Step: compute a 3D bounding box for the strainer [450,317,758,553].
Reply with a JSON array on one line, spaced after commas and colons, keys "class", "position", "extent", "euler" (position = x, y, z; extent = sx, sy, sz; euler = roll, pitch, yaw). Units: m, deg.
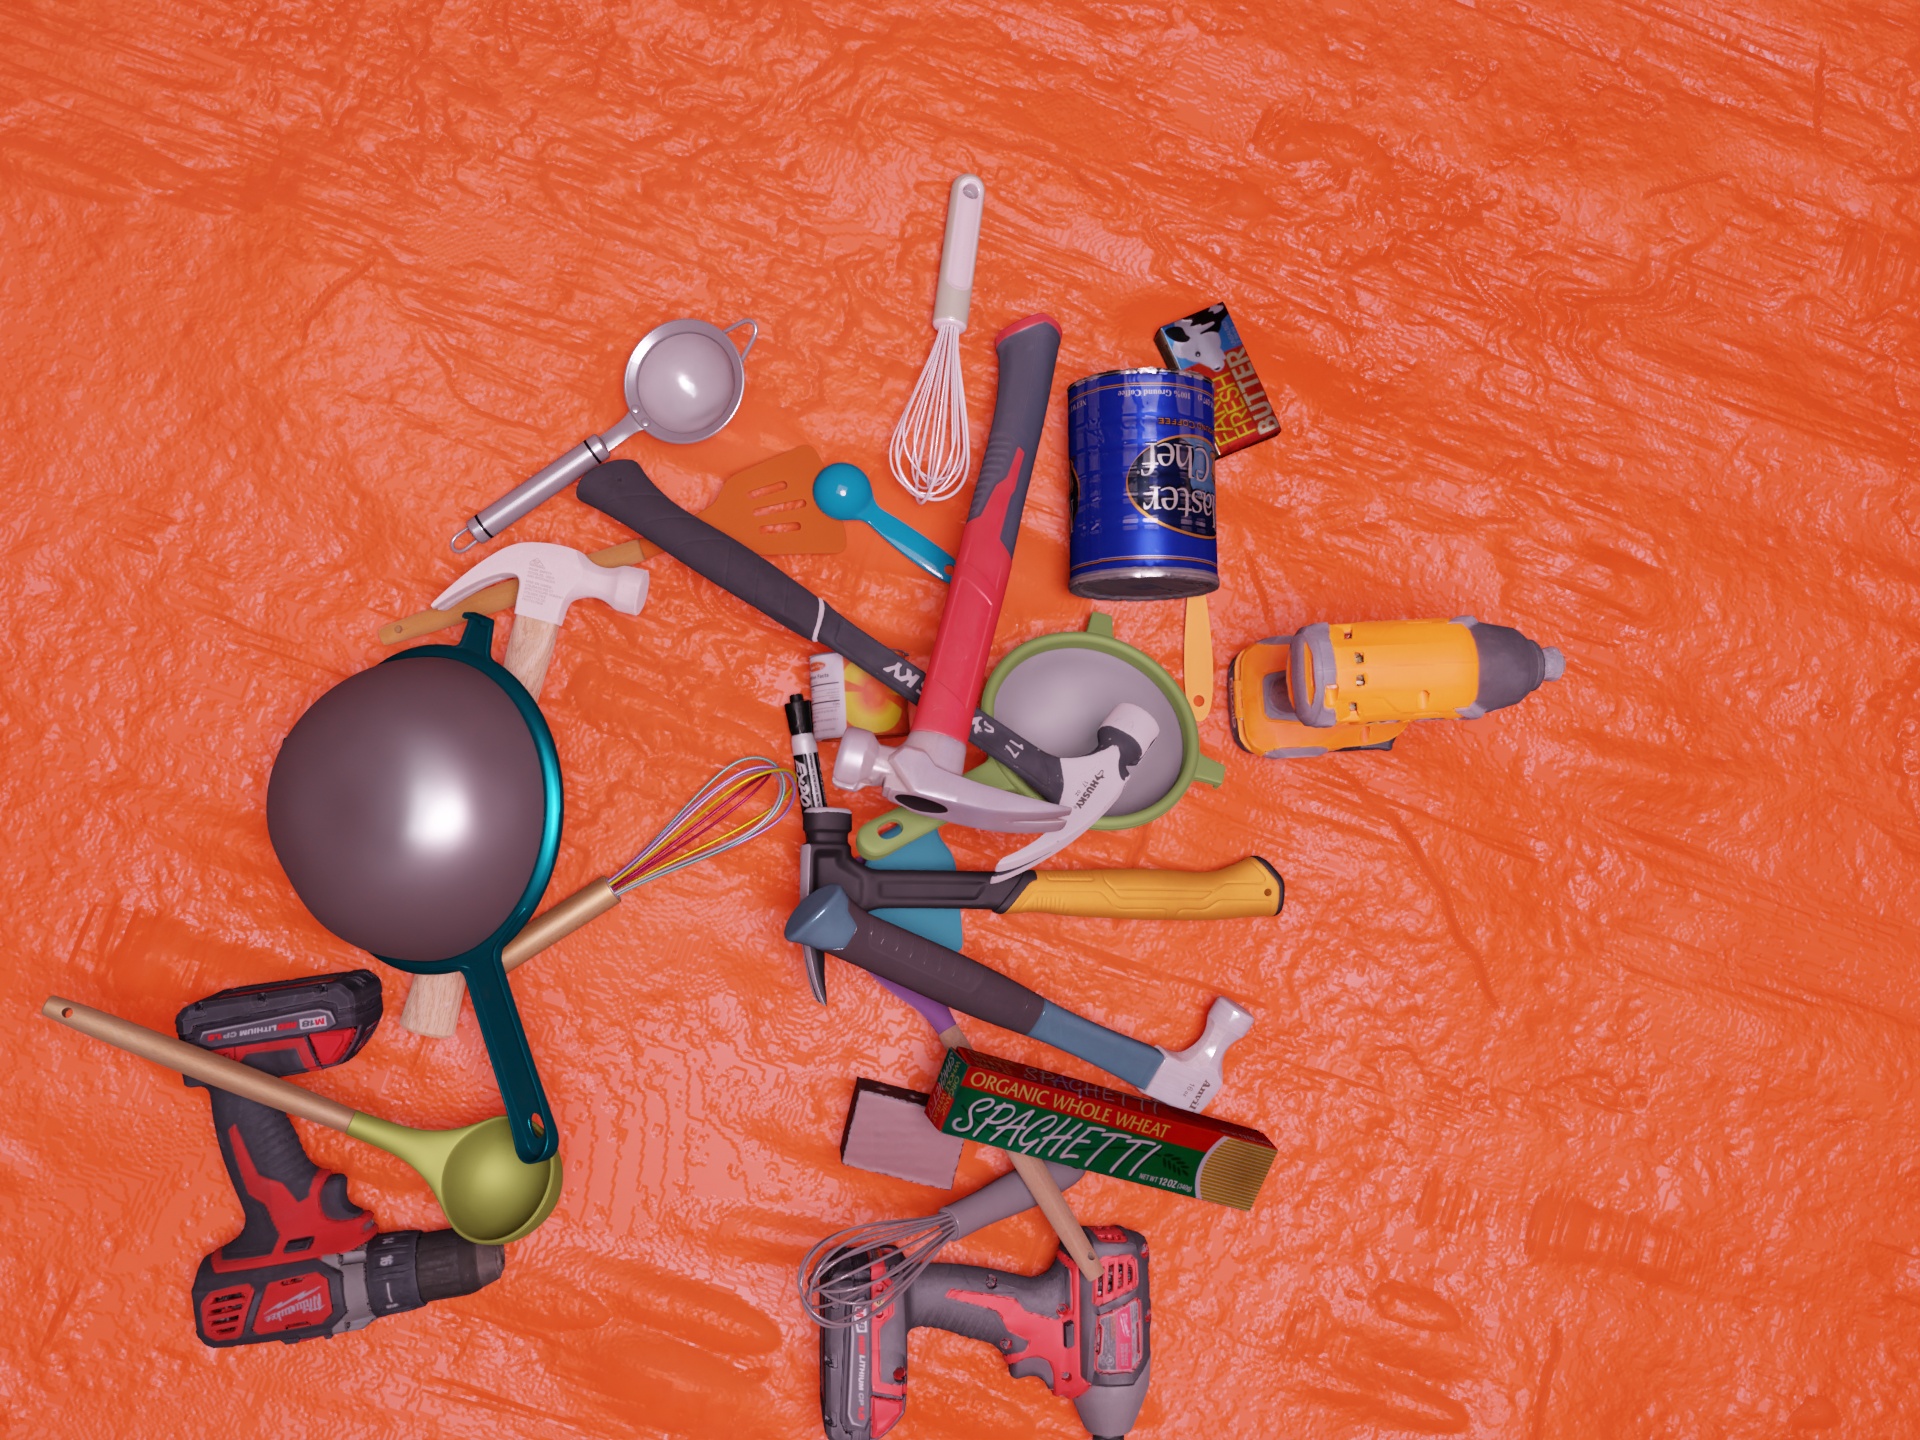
[{"class": "strainer", "position": [-0.242, -0.192, 1.090], "extent": [0.258, 0.050, 0.087], "euler": [-35, 82, -1]}]

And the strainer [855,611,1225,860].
[{"class": "strainer", "position": [0.038, 0.040, 1.055], "extent": [0.256, 0.069, 0.152], "euler": [-26, 69, -24]}]

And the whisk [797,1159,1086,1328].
[{"class": "whisk", "position": [-0.004, 0.324, 1.017], "extent": [0.239, 0.055, 0.055], "euler": [-14, 86, -39]}]

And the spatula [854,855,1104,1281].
[{"class": "spatula", "position": [0.003, 0.228, 1.053], "extent": [0.060, 0.018, 0.316], "euler": [-24, 75, -37]}]

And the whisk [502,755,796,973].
[{"class": "whisk", "position": [-0.217, 0.098, 1.067], "extent": [0.245, 0.047, 0.051], "euler": [-32, 90, -4]}]

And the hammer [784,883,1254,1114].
[{"class": "hammer", "position": [0.036, 0.185, 1.029], "extent": [0.330, 0.033, 0.128], "euler": [28, 94, -24]}]

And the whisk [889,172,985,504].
[{"class": "whisk", "position": [-0.009, -0.269, 1.113], "extent": [0.057, 0.059, 0.246], "euler": [10, 80, -16]}]

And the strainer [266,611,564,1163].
[{"class": "strainer", "position": [-0.331, 0.110, 0.964], "extent": [0.211, 0.095, 0.340], "euler": [-30, 73, 21]}]

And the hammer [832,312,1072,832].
[{"class": "hammer", "position": [0.033, -0.110, 1.031], "extent": [0.143, 0.038, 0.387], "euler": [15, 61, -1]}]

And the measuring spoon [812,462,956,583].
[{"class": "measuring spoon", "position": [-0.045, -0.137, 1.108], "extent": [0.128, 0.021, 0.042], "euler": [36, 69, -3]}]

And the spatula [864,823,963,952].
[{"class": "spatula", "position": [-0.002, -0.003, 1.089], "extent": [0.082, 0.044, 0.317], "euler": [16, 86, -12]}]

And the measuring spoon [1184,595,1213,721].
[{"class": "measuring spoon", "position": [0.168, -0.057, 1.131], "extent": [0.021, 0.011, 0.117], "euler": [-1, 89, -5]}]

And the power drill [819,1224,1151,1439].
[{"class": "power drill", "position": [0.019, 0.412, 1.047], "extent": [0.219, 0.078, 0.143], "euler": [0, 86, -8]}]

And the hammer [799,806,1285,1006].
[{"class": "hammer", "position": [0.059, 0.123, 1.066], "extent": [0.336, 0.034, 0.127], "euler": [1, 84, -15]}]

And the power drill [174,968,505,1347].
[{"class": "power drill", "position": [-0.399, 0.279, 1.020], "extent": [0.188, 0.080, 0.227], "euler": [-7, 89, -8]}]

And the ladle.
[{"class": "ladle", "position": [-0.392, 0.231, 0.956], "extent": [0.320, 0.062, 0.078], "euler": [26, 68, -12]}]

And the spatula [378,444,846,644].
[{"class": "spatula", "position": [-0.240, -0.108, 1.092], "extent": [0.322, 0.041, 0.081], "euler": [-19, 86, -2]}]

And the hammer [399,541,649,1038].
[{"class": "hammer", "position": [-0.311, 0.043, 1.047], "extent": [0.130, 0.031, 0.331], "euler": [15, 86, -1]}]

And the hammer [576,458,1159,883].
[{"class": "hammer", "position": [-0.079, -0.050, 1.025], "extent": [0.409, 0.036, 0.149], "euler": [33, 61, 10]}]

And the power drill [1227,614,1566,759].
[{"class": "power drill", "position": [0.272, -0.023, 1.026], "extent": [0.164, 0.226, 0.084], "euler": [-3, 86, -5]}]
